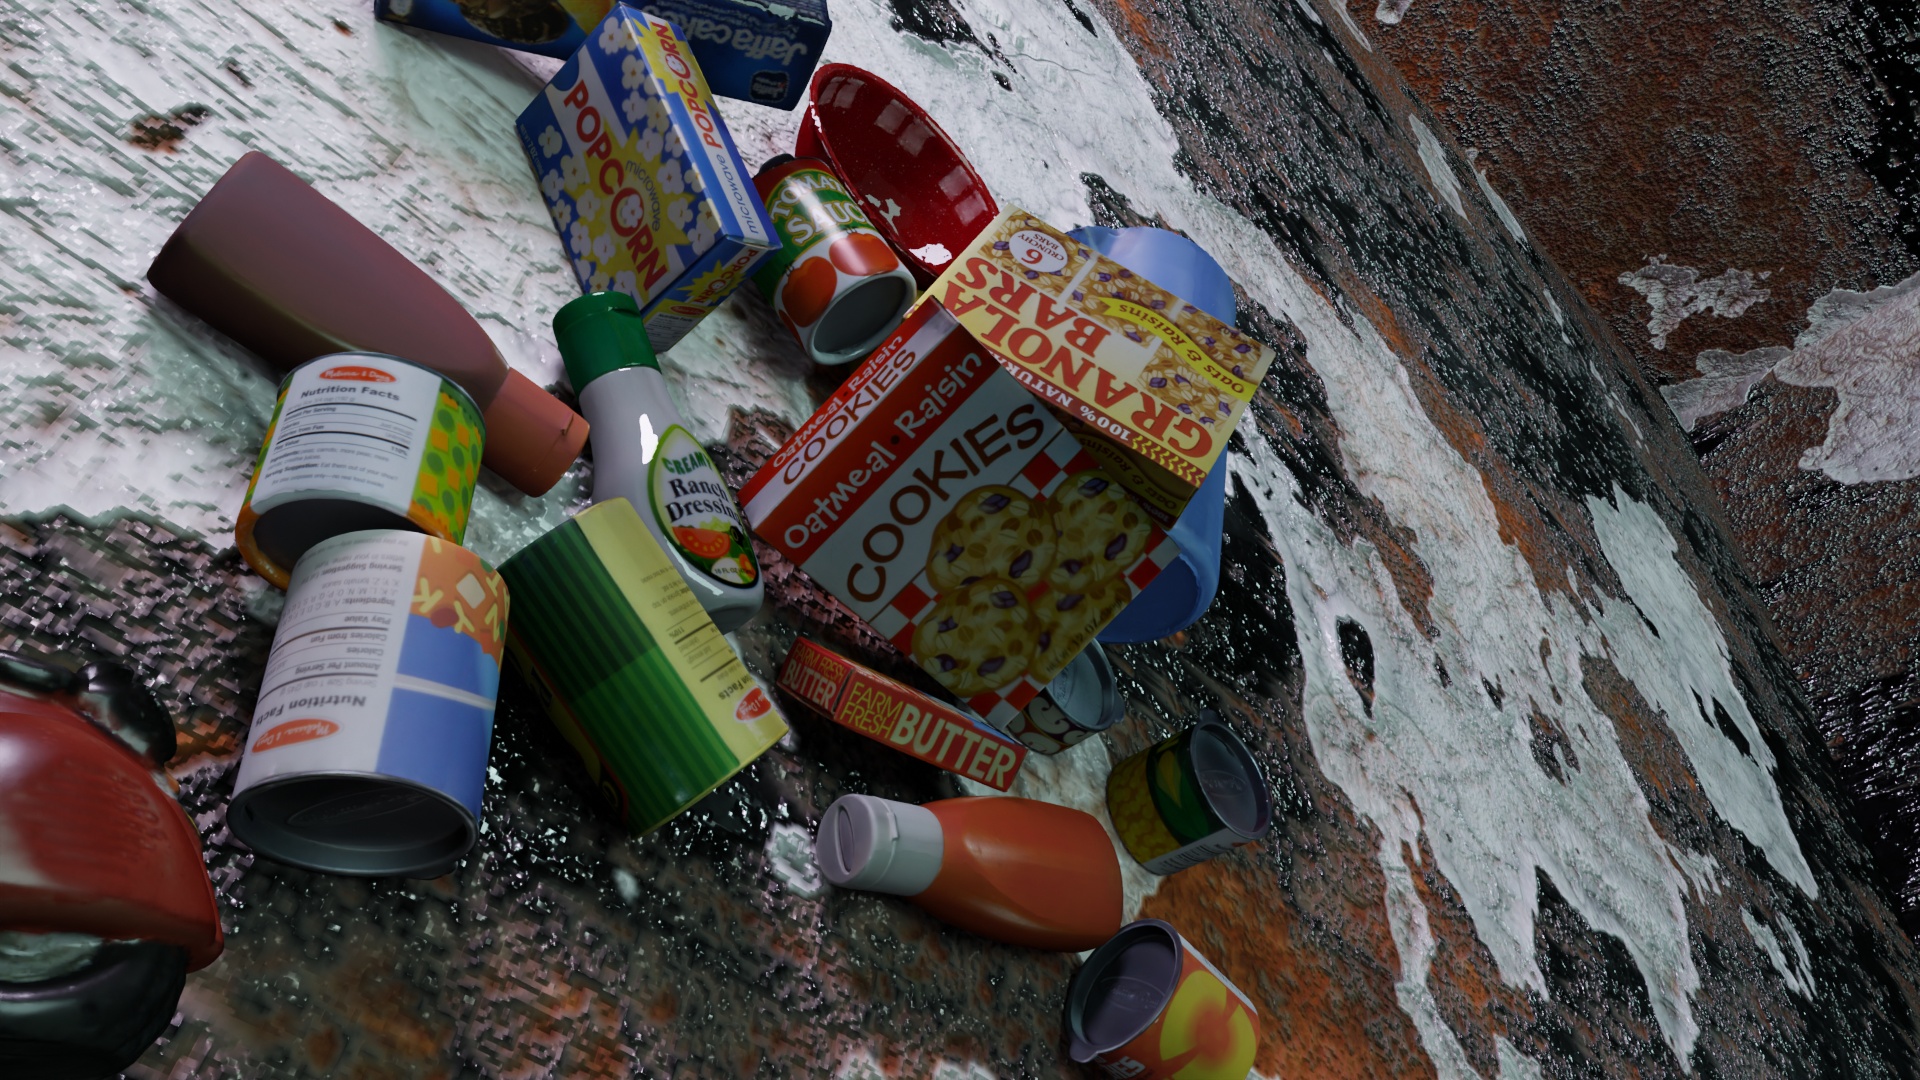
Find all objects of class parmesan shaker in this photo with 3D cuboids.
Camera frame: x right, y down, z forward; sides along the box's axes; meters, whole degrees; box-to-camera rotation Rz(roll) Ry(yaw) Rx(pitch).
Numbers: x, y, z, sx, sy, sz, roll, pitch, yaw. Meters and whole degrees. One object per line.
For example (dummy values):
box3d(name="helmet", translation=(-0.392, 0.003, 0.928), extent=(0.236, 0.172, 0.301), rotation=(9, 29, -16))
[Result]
box3d(name="parmesan shaker", translation=(-0.117, 0.044, 0.495), extent=(0.103, 0.071, 0.071), rotation=(55, 33, 0))

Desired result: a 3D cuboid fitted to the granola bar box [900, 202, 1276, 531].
box3d(name="granola bar box", translation=(0.064, -0.093, 0.715), extent=(0.165, 0.038, 0.125), rotation=(31, 49, 6))

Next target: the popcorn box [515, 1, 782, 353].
box3d(name="popcorn box", translation=(-0.141, -0.159, 0.621), extent=(0.038, 0.085, 0.127), rotation=(-5, 65, -55))

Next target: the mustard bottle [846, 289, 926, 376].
box3d(name="mustard bottle", translation=(-0.007, -0.057, 0.737), extent=(0.065, 0.048, 0.160), rotation=(-13, 72, -50))

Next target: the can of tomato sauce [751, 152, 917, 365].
box3d(name="can of tomato sauce", translation=(-0.070, -0.141, 0.695), extent=(0.071, 0.071, 0.083), rotation=(-7, 55, -54))

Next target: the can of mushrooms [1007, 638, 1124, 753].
box3d(name="can of mushrooms", translation=(0.049, 0.075, 0.709), extent=(0.071, 0.033, 0.071), rotation=(33, 38, -31))

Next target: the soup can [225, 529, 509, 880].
box3d(name="soup can", translation=(-0.173, 0.050, 0.418), extent=(0.071, 0.071, 0.084), rotation=(28, 41, -36))

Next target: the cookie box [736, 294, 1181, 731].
box3d(name="cookie box", translation=(0.002, -0.008, 0.624), extent=(0.167, 0.123, 0.040), rotation=(42, 5, -31))

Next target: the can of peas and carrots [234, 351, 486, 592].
box3d(name="can of peas and carrots", translation=(-0.192, -0.016, 0.451), extent=(0.071, 0.070, 0.059), rotation=(29, 42, -35))

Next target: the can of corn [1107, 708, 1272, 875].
box3d(name="can of corn", translation=(0.118, 0.132, 0.725), extent=(0.071, 0.058, 0.071), rotation=(33, 40, -32))

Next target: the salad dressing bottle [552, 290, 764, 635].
box3d(name="salad dressing bottle", translation=(-0.127, -0.031, 0.565), extent=(0.064, 0.044, 0.148), rotation=(3, 59, -59))

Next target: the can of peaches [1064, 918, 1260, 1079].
box3d(name="can of peaches", translation=(0.088, 0.213, 0.611), extent=(0.058, 0.071, 0.071), rotation=(45, 34, -18))

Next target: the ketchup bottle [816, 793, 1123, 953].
box3d(name="ketchup bottle", translation=(0.007, 0.137, 0.591), extent=(0.149, 0.043, 0.065), rotation=(22, 45, -41))

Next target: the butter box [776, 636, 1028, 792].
box3d(name="butter box", translation=(-0.025, 0.075, 0.596), extent=(0.103, 0.053, 0.024), rotation=(29, 85, -36))

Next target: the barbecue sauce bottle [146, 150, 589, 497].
box3d(name="barbecue sauce bottle", translation=(-0.205, -0.071, 0.501), extent=(0.148, 0.043, 0.065), rotation=(38, 37, -27))
